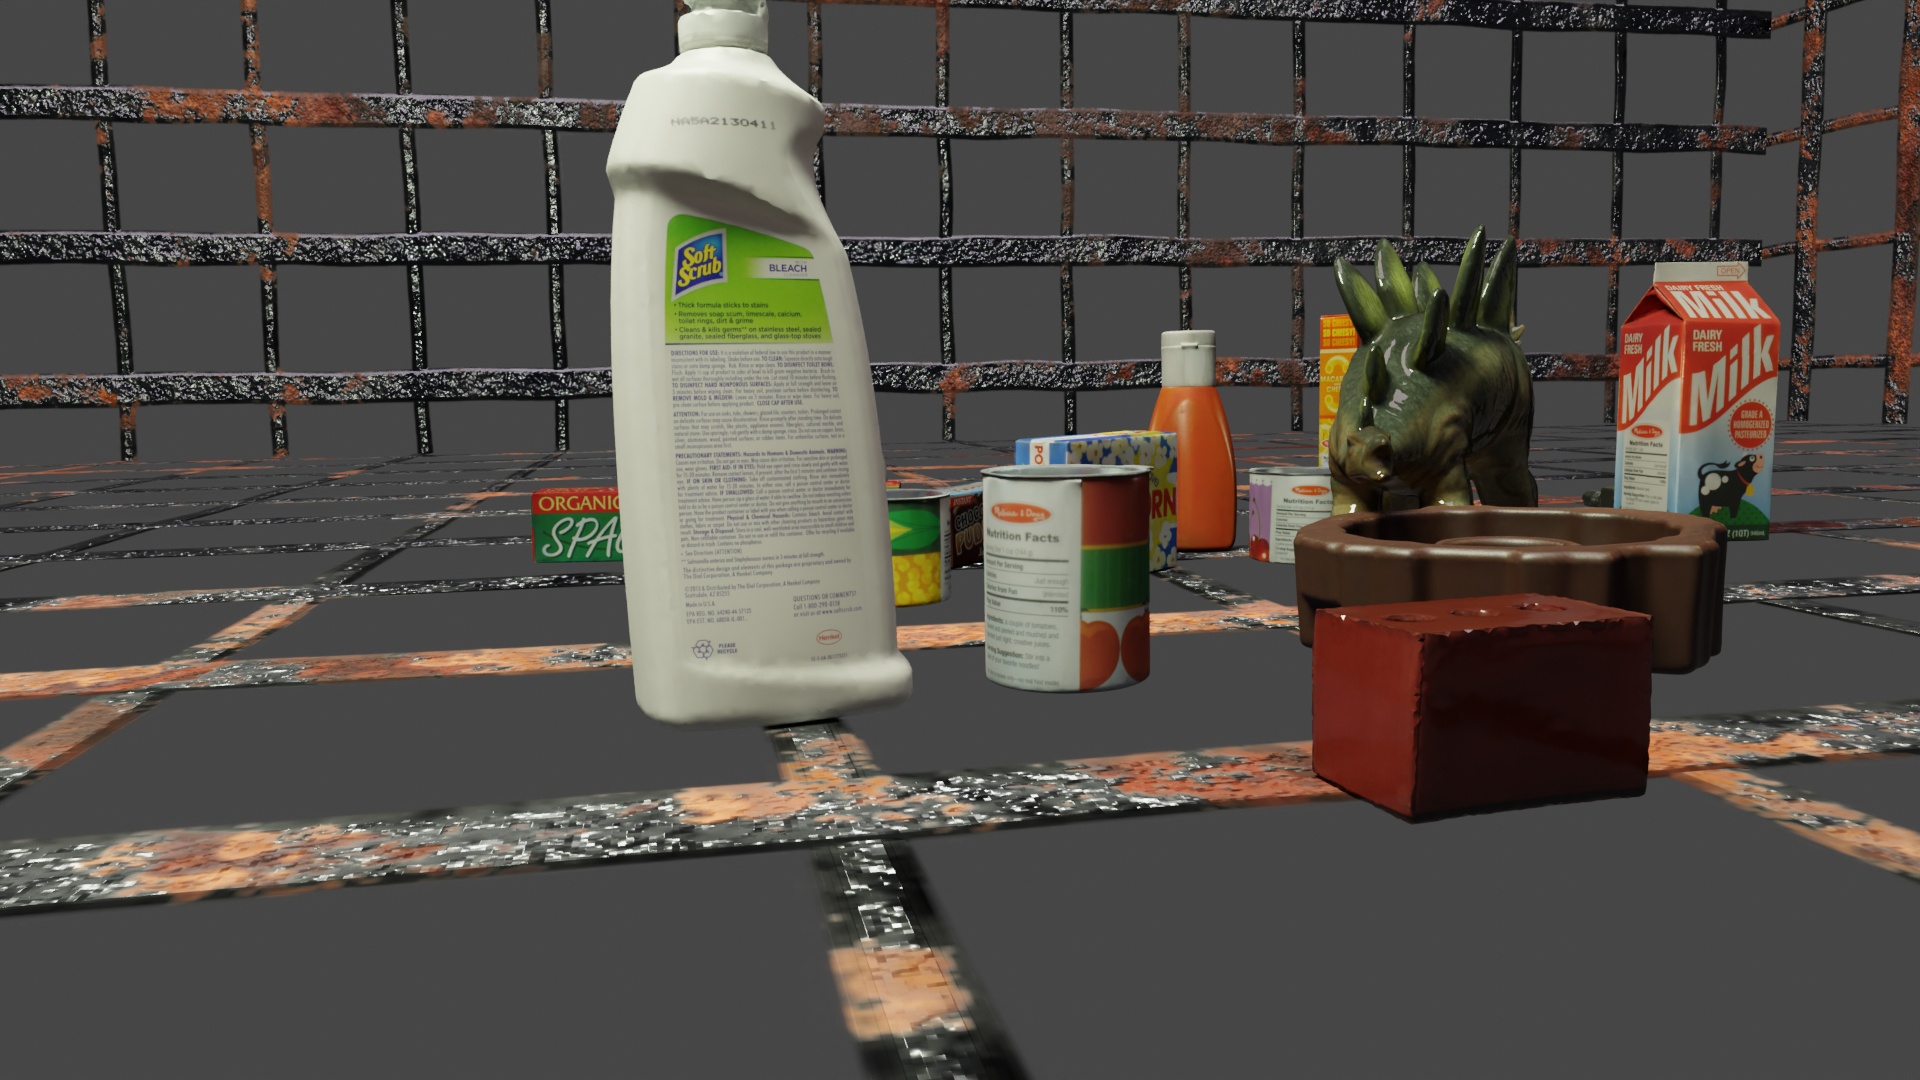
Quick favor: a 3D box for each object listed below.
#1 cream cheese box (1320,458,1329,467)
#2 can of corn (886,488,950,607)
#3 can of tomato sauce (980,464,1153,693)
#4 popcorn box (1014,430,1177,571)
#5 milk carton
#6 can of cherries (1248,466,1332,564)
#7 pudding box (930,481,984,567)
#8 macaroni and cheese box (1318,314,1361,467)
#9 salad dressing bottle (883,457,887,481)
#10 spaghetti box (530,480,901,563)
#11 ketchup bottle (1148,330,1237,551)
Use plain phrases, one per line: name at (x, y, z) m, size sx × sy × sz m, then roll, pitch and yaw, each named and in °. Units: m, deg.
cream cheese box at (0.281, -0.032, 1.035) m, size 0.024 × 0.053 × 0.104 m, roll 1°, pitch 7°, yaw 17°
can of corn at (-0.040, 0.003, 0.751) m, size 0.071 × 0.058 × 0.071 m, roll -1°, pitch 6°, yaw 0°
can of tomato sauce at (0.043, 0.013, 0.548) m, size 0.071 × 0.083 × 0.071 m, roll -1°, pitch 6°, yaw 0°
popcorn box at (0.082, -0.020, 0.821) m, size 0.038 × 0.085 × 0.127 m, roll 4°, pitch 8°, yaw 38°
milk carton at (0.508, -0.096, 0.961) m, size 0.072 × 0.190 × 0.073 m, roll -2°, pitch 6°, yaw -8°
can of cherries at (0.218, -0.017, 0.888) m, size 0.071 × 0.058 × 0.071 m, roll -1°, pitch 6°, yaw 0°
pudding box at (0.003, -0.011, 0.911) m, size 0.030 × 0.049 × 0.084 m, roll 3°, pitch 7°, yaw 31°
macaroni and cheese box at (0.356, -0.107, 1.177) m, size 0.124 × 0.166 × 0.040 m, roll -6°, pitch 8°, yaw -40°
salad dressing bottle at (-0.091, -0.082, 1.106) m, size 0.064 × 0.147 × 0.044 m, roll -1°, pitch 6°, yaw -4°
spaghetti box at (-0.165, -0.013, 0.944) m, size 0.250 × 0.050 × 0.029 m, roll -2°, pitch 6°, yaw -5°
ketchup bottle at (0.156, -0.068, 0.946) m, size 0.065 × 0.148 × 0.043 m, roll 0°, pitch 6°, yaw 7°
